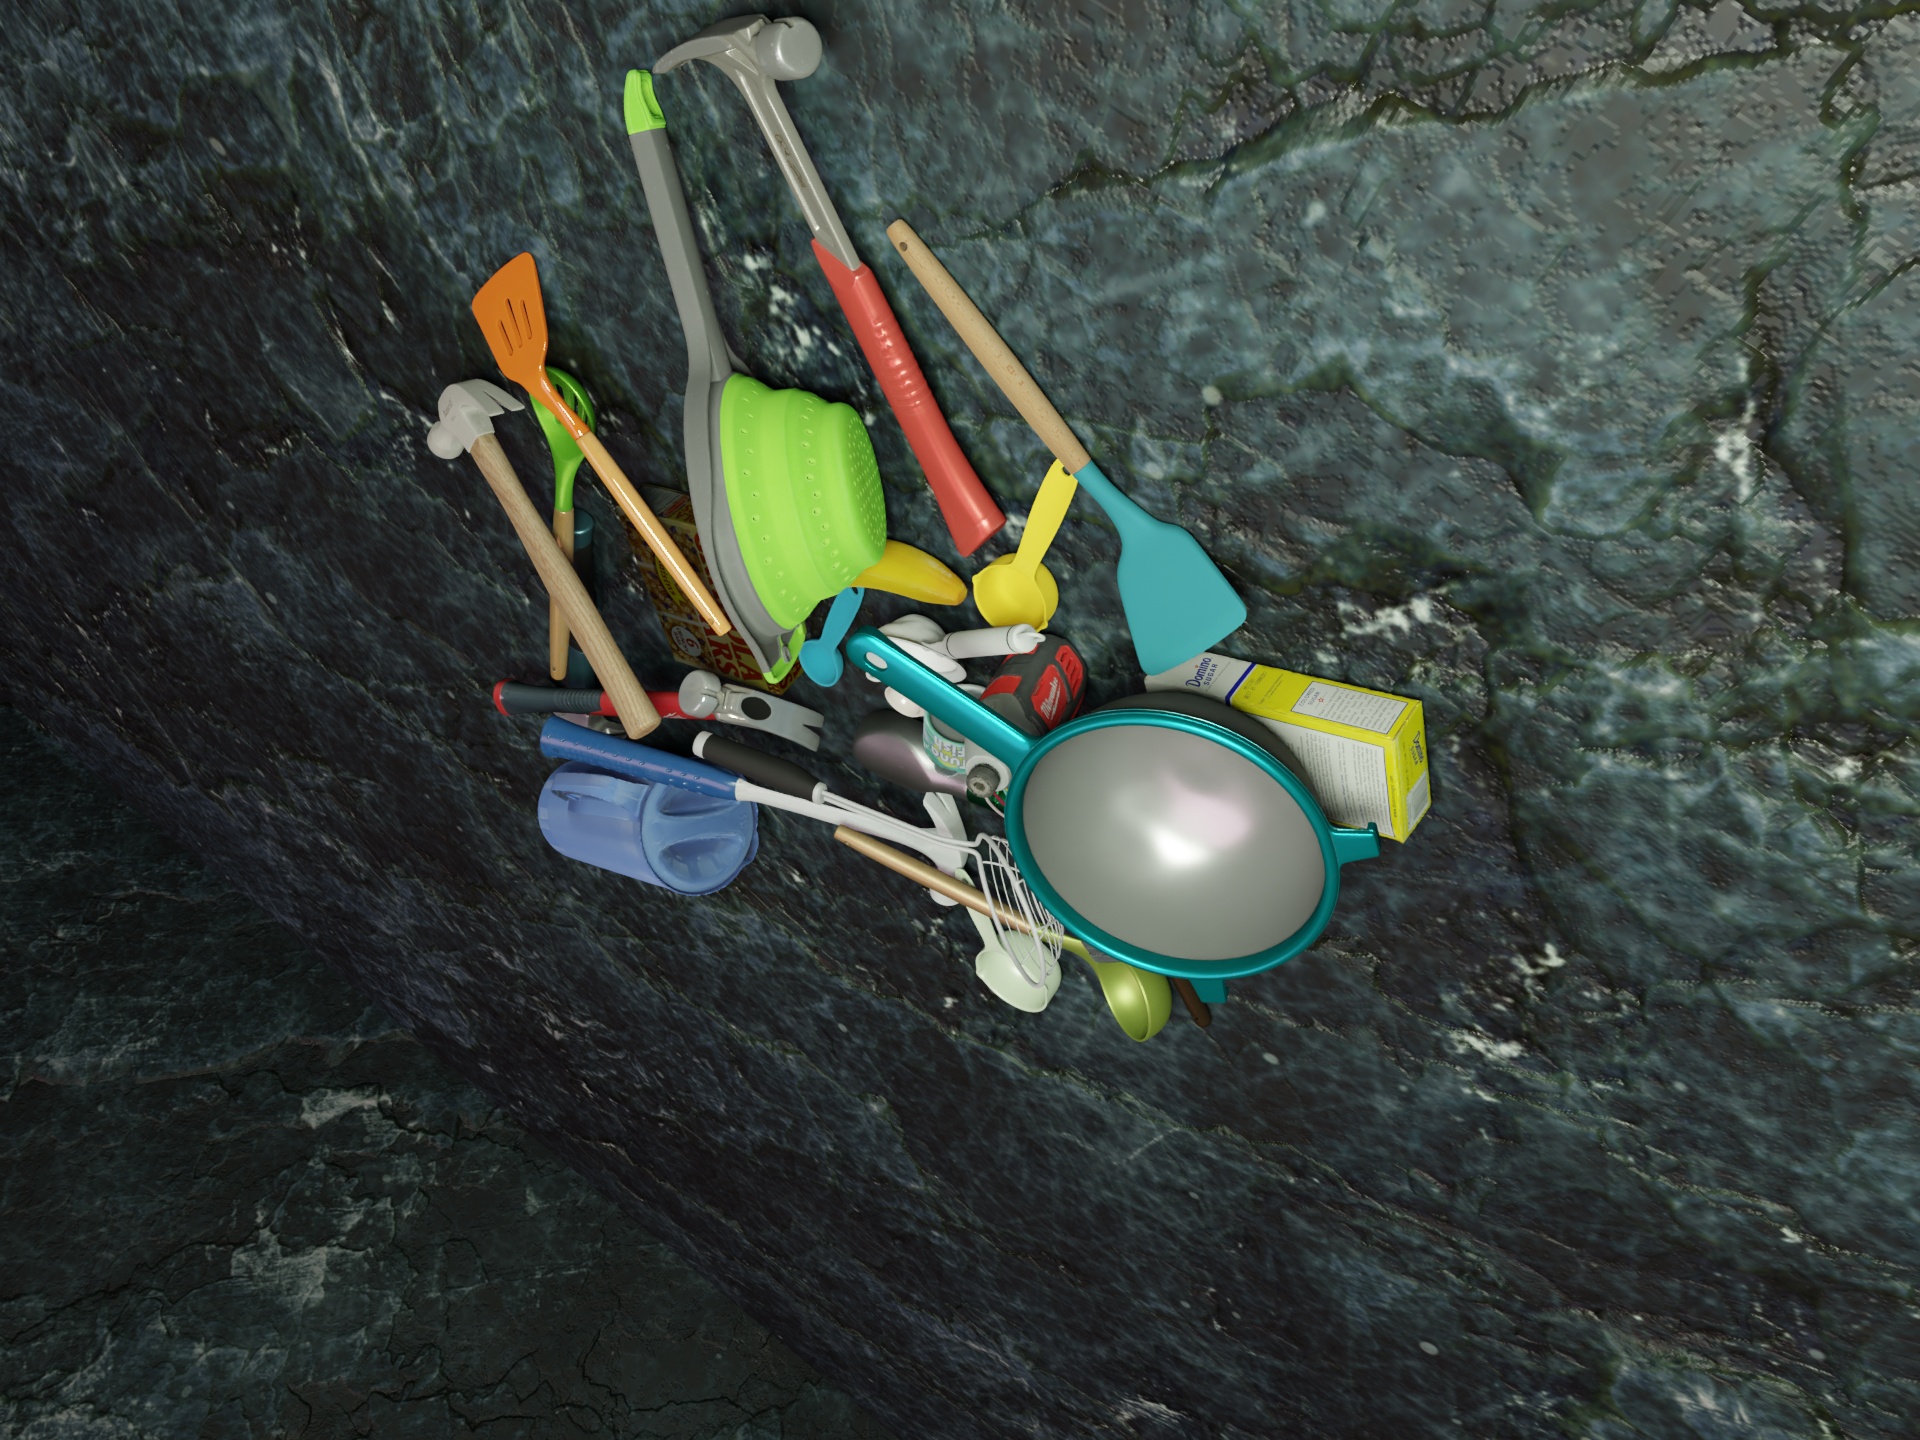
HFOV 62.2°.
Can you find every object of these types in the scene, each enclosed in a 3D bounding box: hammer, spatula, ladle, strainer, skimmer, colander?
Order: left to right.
[{"bbox_3d":[-0.339,-0.134,1.313,0.331,0.031,0.130,59,143,4],"label":"hammer"},{"bbox_3d":[-0.363,-0.083,1.509,0.128,0.033,0.330,34,146,13],"label":"hammer"},{"bbox_3d":[-0.272,-0.204,1.232,0.081,0.041,0.322,-26,105,36],"label":"spatula"},{"bbox_3d":[-0.296,-0.012,1.450,0.386,0.038,0.143,3,167,44],"label":"hammer"},{"bbox_3d":[-0.186,0.059,1.407,0.405,0.035,0.144,15,139,13],"label":"hammer"},{"bbox_3d":[-0.125,-0.226,1.044,0.094,0.205,0.396,-10,110,10],"label":"colander"},{"bbox_3d":[-0.064,-0.256,0.989,0.149,0.037,0.358,22,147,51],"label":"hammer"},{"bbox_3d":[-0.076,0.102,1.285,0.363,0.090,0.127,21,146,18],"label":"skimmer"},{"bbox_3d":[-0.005,-0.054,1.128,0.086,0.050,0.258,23,170,-24],"label":"strainer"},{"bbox_3d":[0.031,0.172,1.335,0.320,0.062,0.078,26,145,8],"label":"ladle"},{"bbox_3d":[0.056,-0.172,0.969,0.082,0.044,0.317,-32,102,36],"label":"spatula"},{"bbox_3d":[0.088,0.022,1.006,0.340,0.095,0.211,33,133,0],"label":"strainer"}]

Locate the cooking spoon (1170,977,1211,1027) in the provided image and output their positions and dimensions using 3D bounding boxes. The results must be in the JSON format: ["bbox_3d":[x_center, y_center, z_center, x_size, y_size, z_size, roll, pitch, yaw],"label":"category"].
[{"bbox_3d":[0.134,0.126,1.253,0.069,0.017,0.318,1,129,47],"label":"cooking spoon"}]

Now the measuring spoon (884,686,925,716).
[{"bbox_3d":[-0.002,-0.004,1.253,0.124,0.018,0.034,22,147,16],"label":"measuring spoon"}]

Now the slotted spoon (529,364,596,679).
[{"bbox_3d":[-0.337,-0.160,1.343,0.070,0.031,0.313,30,131,20],"label":"slotted spoon"}]

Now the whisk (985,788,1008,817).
[{"bbox_3d":[0.072,0.089,1.226,0.047,0.051,0.244,-12,137,22],"label":"whisk"}]

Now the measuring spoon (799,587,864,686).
[{"bbox_3d":[-0.095,-0.075,1.265,0.042,0.021,0.128,43,138,10],"label":"measuring spoon"}]

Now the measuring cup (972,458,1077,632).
[{"bbox_3d":[0.054,-0.120,1.056,0.062,0.029,0.156,34,134,11],"label":"measuring cup"}]

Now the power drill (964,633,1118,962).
[{"bbox_3d":[0.084,0.060,1.116,0.078,0.143,0.219,-20,116,39],"label":"power drill"}]

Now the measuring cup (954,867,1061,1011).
[{"bbox_3d":[0.038,0.185,1.405,0.083,0.038,0.167,4,129,43],"label":"measuring cup"}]
